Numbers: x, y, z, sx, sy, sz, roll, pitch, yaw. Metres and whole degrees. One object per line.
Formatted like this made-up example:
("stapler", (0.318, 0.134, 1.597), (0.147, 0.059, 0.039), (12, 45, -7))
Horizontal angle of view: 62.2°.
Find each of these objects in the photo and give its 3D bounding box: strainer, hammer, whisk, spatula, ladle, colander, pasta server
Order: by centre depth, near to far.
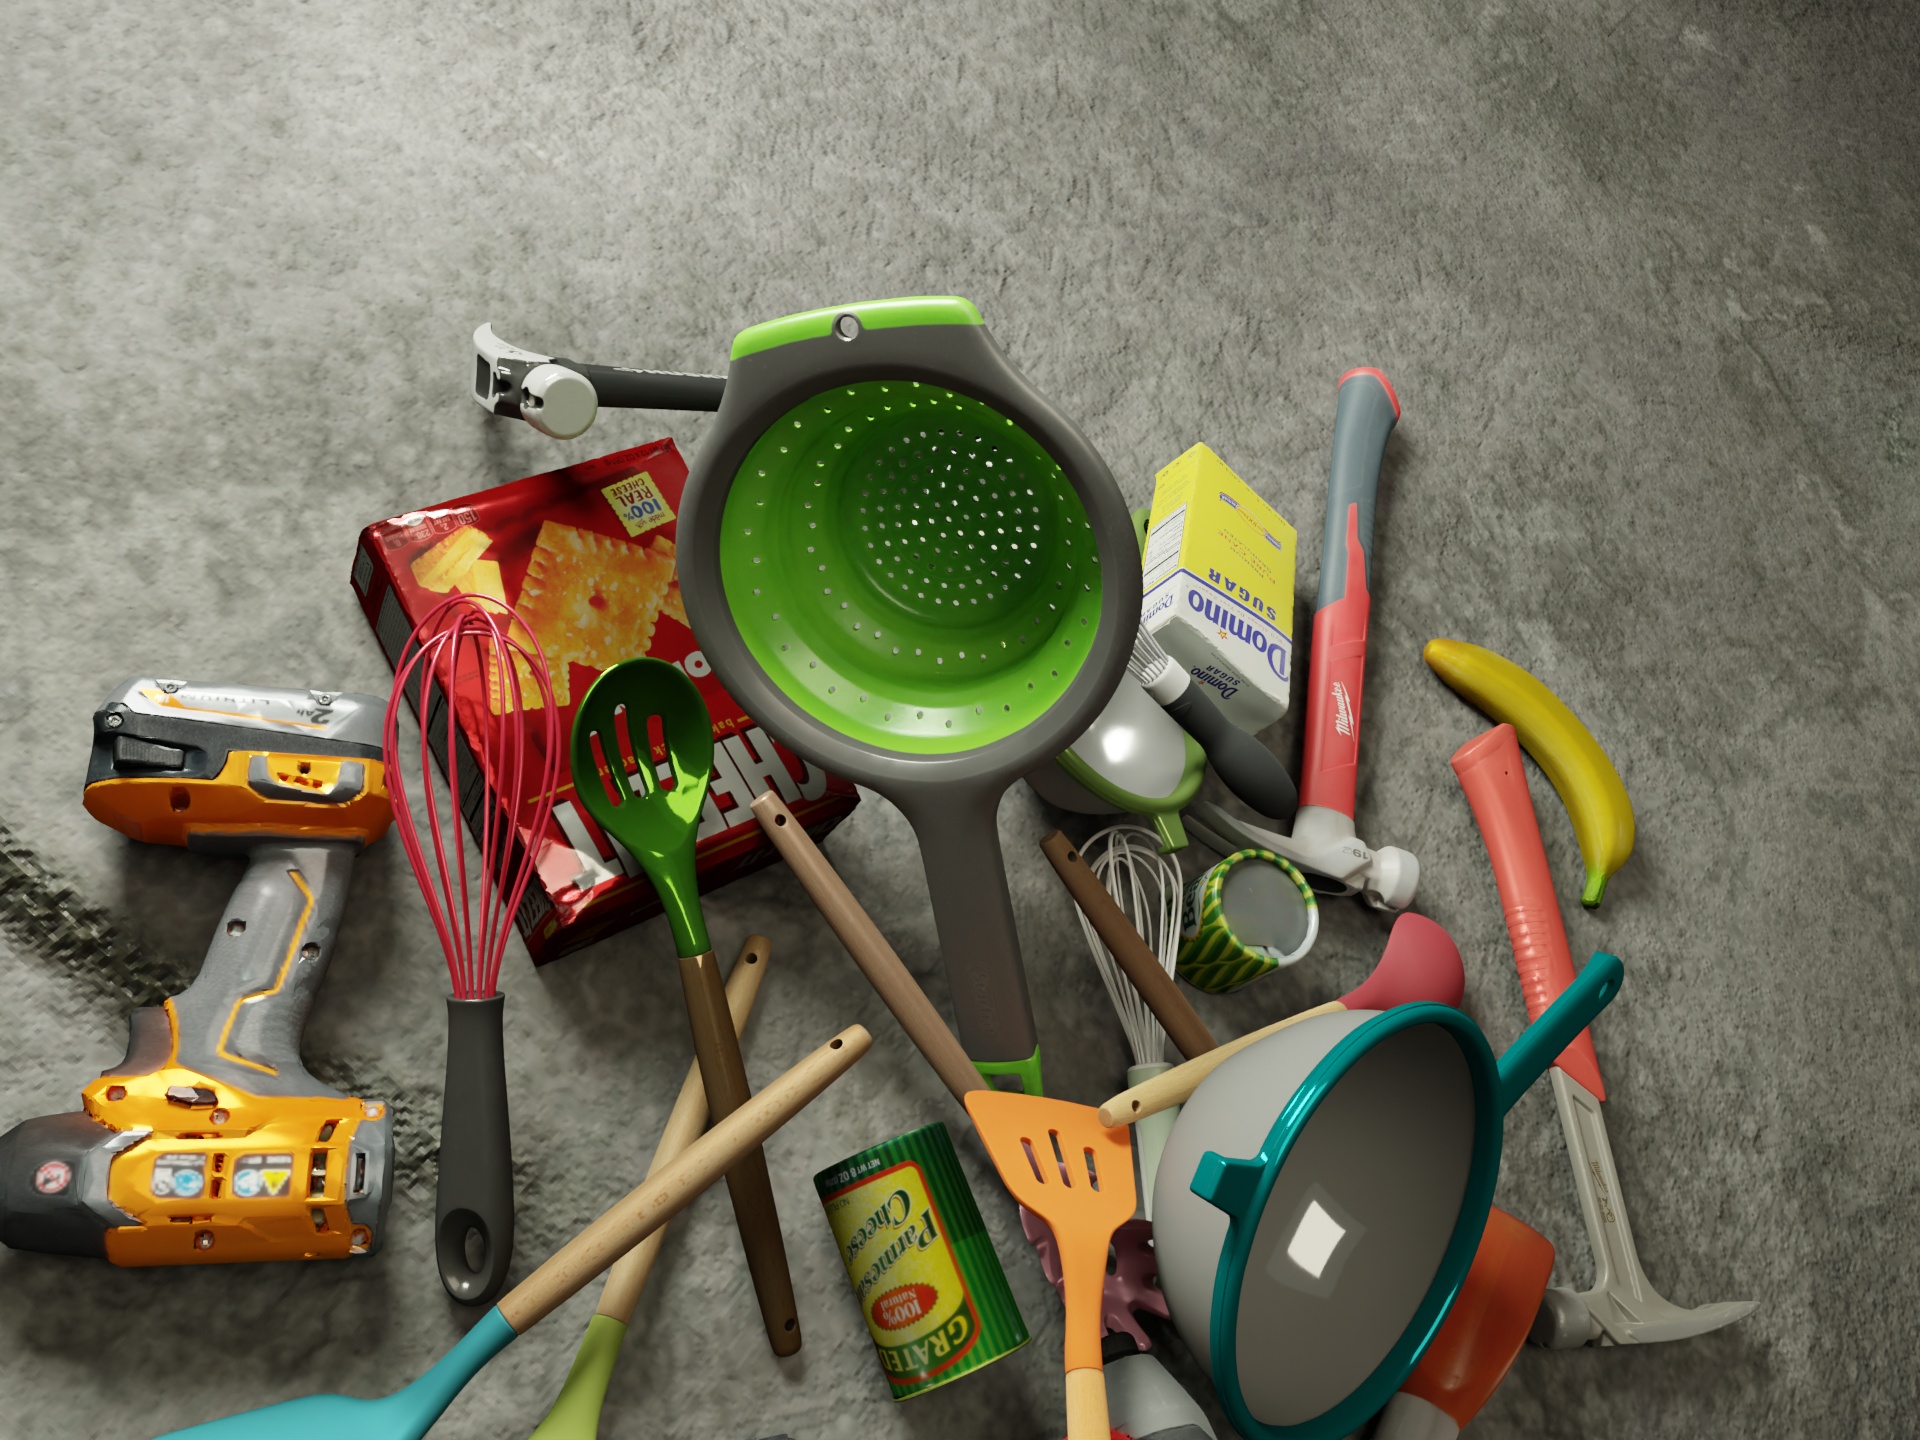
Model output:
("spatula", (0.047, 0.284, 0.621), (0.081, 0.041, 0.323), (12, 47, -15))
("spatula", (-0.162, 0.218, 0.635), (0.317, 0.044, 0.082), (-36, 44, -22))
("whisk", (-0.202, 0.095, 0.660), (0.073, 0.073, 0.296), (0, 91, -25))
("ladle", (-0.139, 0.226, 0.676), (0.078, 0.062, 0.320), (17, 56, 2))
("colander", (-0.001, -0.002, 0.743), (0.094, 0.204, 0.396), (-62, 144, -62))
("pasta server", (0.000, 0.163, 0.744), (0.060, 0.040, 0.316), (-38, 99, -23))
("strainer", (0.201, 0.192, 0.774), (0.340, 0.095, 0.210), (-30, 121, -35))
("spatula", (0.131, 0.184, 0.803), (0.060, 0.018, 0.316), (-41, 102, -32))
("whisk", (0.084, -0.041, 0.821), (0.284, 0.070, 0.070), (45, 54, -21))
("whisk", (0.096, 0.172, 0.821), (0.059, 0.057, 0.246), (-8, 69, 9))
("ladle", (0.180, 0.159, 0.826), (0.315, 0.031, 0.069), (-10, 81, -42))
("hammer", (-0.102, -0.177, 0.869), (0.334, 0.146, 0.035), (-4, 112, -37))
("strainer", (0.071, -0.037, 0.902), (0.151, 0.069, 0.257), (41, 37, -16))
("hammer", (0.359, 0.175, 0.937), (0.149, 0.036, 0.359), (3, 67, -24))
("hammer", (0.227, -0.076, 1.001), (0.143, 0.038, 0.387), (20, 59, -13))

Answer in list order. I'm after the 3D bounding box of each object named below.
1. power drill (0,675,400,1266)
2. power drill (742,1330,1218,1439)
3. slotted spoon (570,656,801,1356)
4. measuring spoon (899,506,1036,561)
("power drill", (-0.311, 0.101, 0.642), (0.164, 0.084, 0.227), (5, 68, -22))
("power drill", (0.013, 0.327, 0.629), (0.219, 0.078, 0.143), (-1, 47, -23))
("slotted spoon", (-0.112, 0.127, 0.696), (0.070, 0.031, 0.314), (-15, 94, -38))
("measuring spoon", (0.024, -0.108, 0.933), (0.124, 0.018, 0.034), (4, 65, -24))
